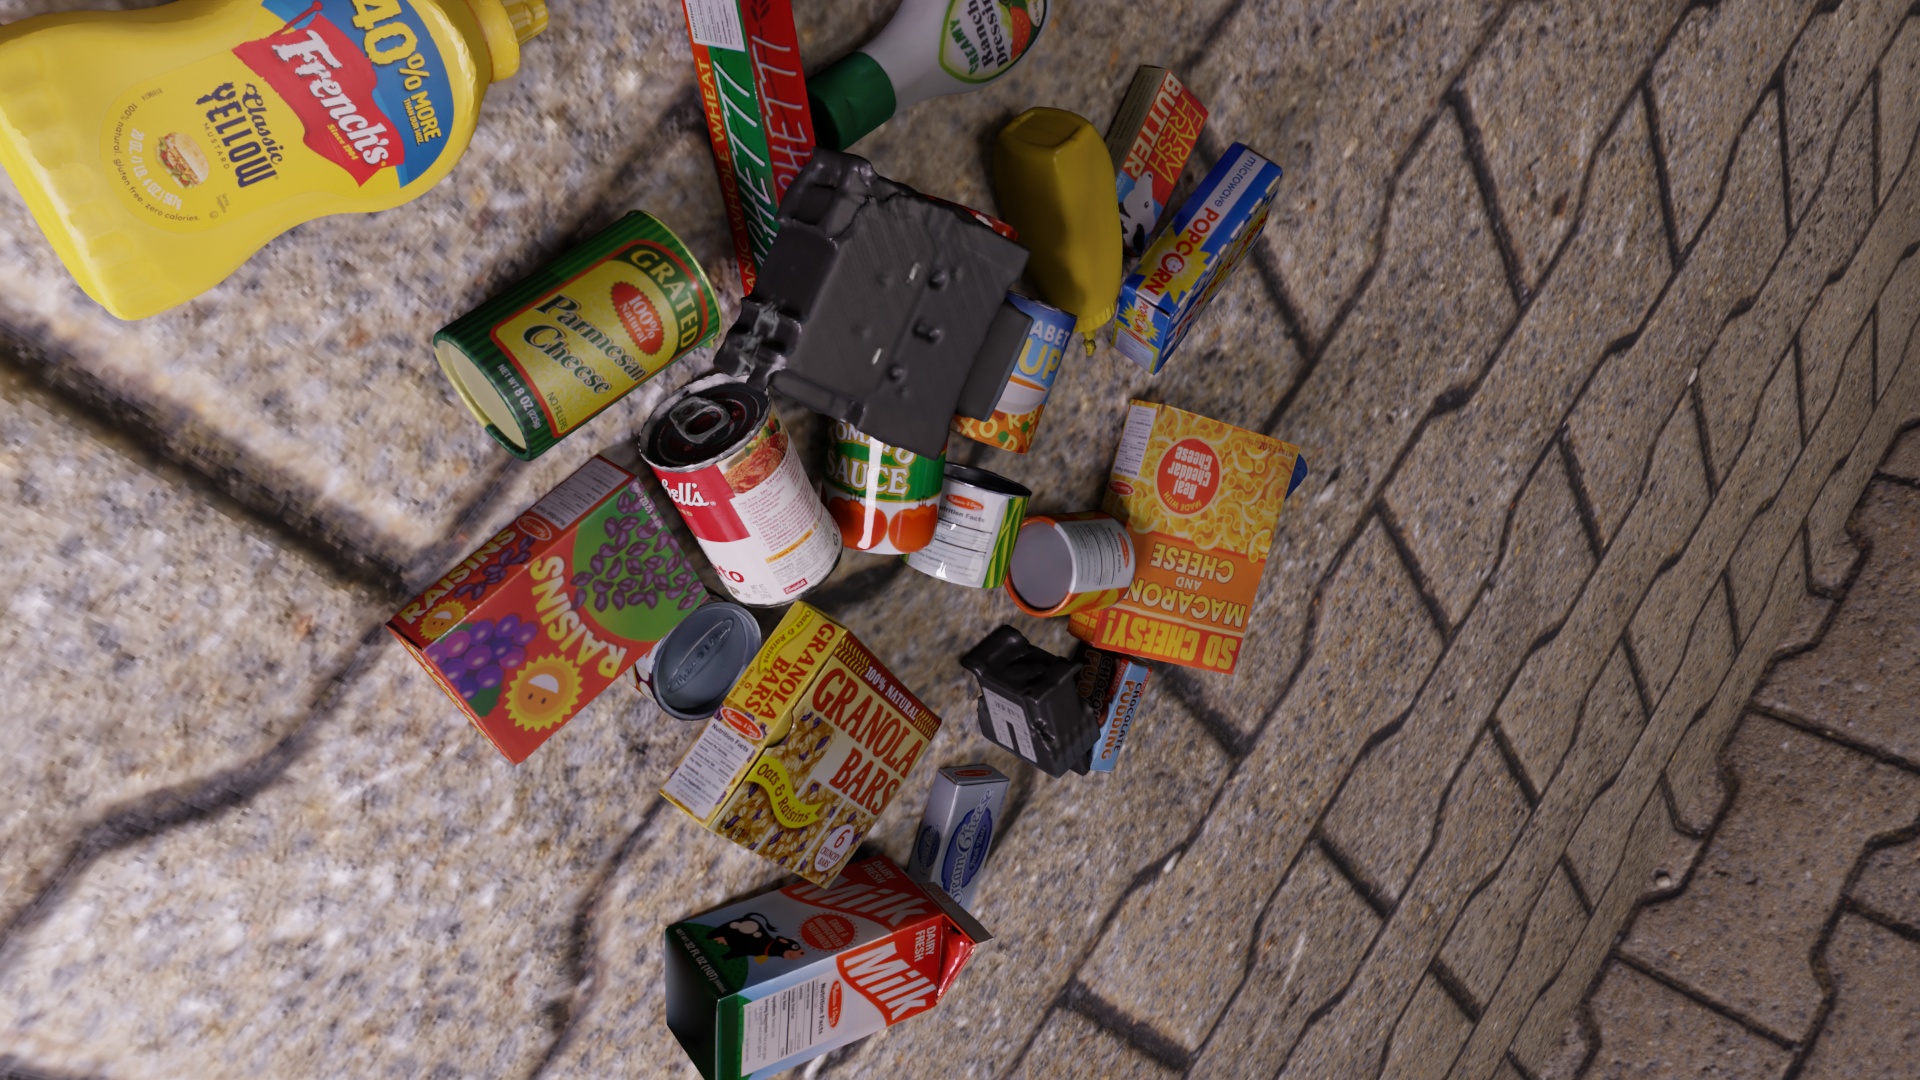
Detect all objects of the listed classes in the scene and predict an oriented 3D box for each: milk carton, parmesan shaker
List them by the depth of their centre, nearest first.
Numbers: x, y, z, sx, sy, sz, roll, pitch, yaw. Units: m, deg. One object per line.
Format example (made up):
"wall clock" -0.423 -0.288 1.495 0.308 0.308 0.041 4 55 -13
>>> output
"parmesan shaker" -0.163 -0.086 0.601 0.103 0.071 0.071 -41 134 -25
"milk carton" -0.076 0.251 0.837 0.191 0.072 0.073 -11 117 -33

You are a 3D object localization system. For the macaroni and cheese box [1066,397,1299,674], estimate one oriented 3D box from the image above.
"macaroni and cheese box" 0.153 -0.001 0.951 0.124 0.040 0.166 14 94 -28

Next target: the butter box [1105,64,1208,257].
"butter box" 0.110 -0.230 0.844 0.053 0.024 0.103 26 90 -48

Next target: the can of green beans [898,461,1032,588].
"can of green beans" 0.002 -0.010 0.810 0.071 0.071 0.057 4 107 -47

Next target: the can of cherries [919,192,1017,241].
"can of cherries" -0.010 -0.146 0.728 0.071 0.071 0.058 13 100 -48

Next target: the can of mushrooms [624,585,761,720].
"can of mushrooms" -0.139 0.059 0.723 0.071 0.033 0.070 -22 123 -38

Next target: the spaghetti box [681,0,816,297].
"spaghetti box" -0.094 -0.200 0.630 0.029 0.050 0.248 -31 129 -31

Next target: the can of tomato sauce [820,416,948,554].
"can of tomato sauce" -0.042 -0.042 0.748 0.071 0.071 0.082 -12 118 -42

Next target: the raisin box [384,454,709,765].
"raisin box" -0.190 0.032 0.653 0.124 0.040 0.085 -44 136 -23

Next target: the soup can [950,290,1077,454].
"soup can" 0.022 -0.098 0.783 0.071 0.071 0.083 12 101 -48

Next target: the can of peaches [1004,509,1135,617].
"can of peaches" 0.067 0.015 0.891 0.058 0.071 0.071 -4 112 -45

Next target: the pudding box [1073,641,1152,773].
"pudding box" 0.097 0.117 0.982 0.030 0.050 0.083 16 97 -47

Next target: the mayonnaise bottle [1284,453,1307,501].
"mayonnaise bottle" 0.202 -0.013 1.035 0.148 0.041 0.064 -45 130 -22

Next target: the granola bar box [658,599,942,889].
"granola bar box" -0.081 0.120 0.779 0.124 0.039 0.165 -55 152 -11

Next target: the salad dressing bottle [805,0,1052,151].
"salad dressing bottle" -0.019 -0.243 0.691 0.148 0.044 0.064 -41 132 -24

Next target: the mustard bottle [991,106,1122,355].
"mustard bottle" 0.062 -0.170 0.800 0.049 0.065 0.159 -43 142 -20

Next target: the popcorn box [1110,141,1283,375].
"popcorn box" 0.147 -0.176 0.871 0.127 0.038 0.085 -52 169 -14

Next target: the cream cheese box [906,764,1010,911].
"cream cheese box" -0.004 0.204 0.940 0.053 0.024 0.103 6 105 -46
